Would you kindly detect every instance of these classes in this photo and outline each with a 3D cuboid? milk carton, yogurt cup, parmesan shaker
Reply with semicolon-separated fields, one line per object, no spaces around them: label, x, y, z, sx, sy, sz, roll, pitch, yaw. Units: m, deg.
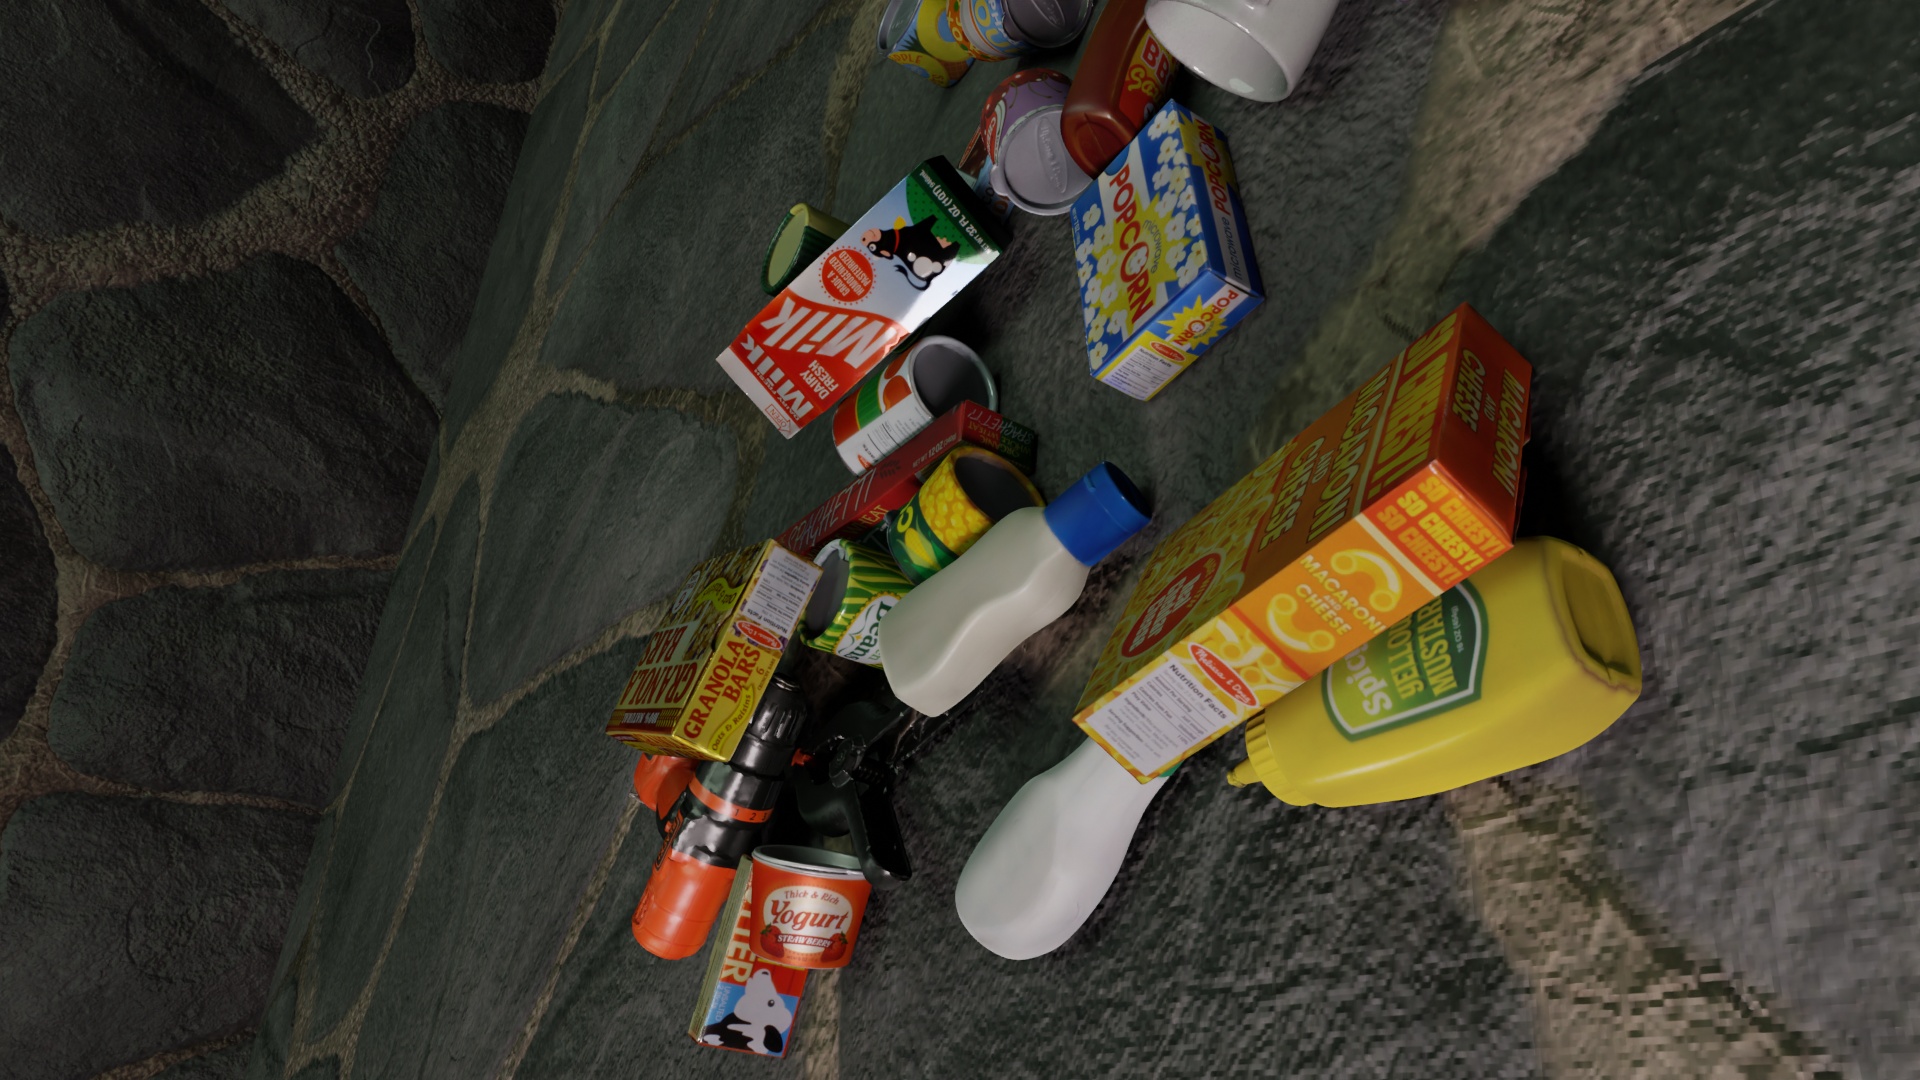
milk carton;-0.063;-0.146;0.858;0.190;0.072;0.074;-38;9;17
yogurt cup;-0.082;0.196;0.746;0.072;0.072;0.054;0;80;60
parmesan shaker;-0.076;-0.178;0.941;0.071;0.103;0.071;-39;40;43

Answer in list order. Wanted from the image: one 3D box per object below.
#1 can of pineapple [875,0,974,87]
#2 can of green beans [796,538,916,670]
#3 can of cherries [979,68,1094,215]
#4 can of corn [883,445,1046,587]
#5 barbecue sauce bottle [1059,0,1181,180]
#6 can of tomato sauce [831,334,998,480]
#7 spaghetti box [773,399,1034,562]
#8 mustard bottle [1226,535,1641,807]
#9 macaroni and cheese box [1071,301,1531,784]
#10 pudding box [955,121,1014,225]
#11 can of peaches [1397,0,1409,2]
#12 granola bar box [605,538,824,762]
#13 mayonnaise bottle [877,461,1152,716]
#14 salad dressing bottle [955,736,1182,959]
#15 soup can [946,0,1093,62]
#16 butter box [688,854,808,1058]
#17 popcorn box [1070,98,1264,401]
can of pineapple;-0.022;-0.377;1.029;0.070;0.058;0.071;-38;41;43
can of green beans;-0.055;0.038;0.809;0.071;0.058;0.071;-38;41;43
can of cherries;0.046;-0.231;0.804;0.071;0.071;0.059;-52;33;28
can of corn;0.003;-0.009;0.730;0.058;0.071;0.071;-49;35;31
barbecue sauce bottle;0.098;-0.270;0.755;0.043;0.064;0.149;7;67;31
can of tomato sauce;-0.027;-0.077;0.830;0.082;0.071;0.071;-31;46;47
spaghetti box;-0.049;-0.014;0.842;0.249;0.050;0.029;-32;45;48
mustard bottle;0.144;0.057;0.467;0.159;0.049;0.065;-38;37;42
macaroni and cheese box;0.123;0.002;0.496;0.165;0.040;0.124;-42;8;38
pudding box;0.016;-0.228;0.895;0.083;0.030;0.050;-62;28;12
can of peaches;0.198;-0.265;0.577;0.058;0.071;0.071;13;83;61
granola bar box;-0.153;0.068;0.837;0.165;0.039;0.124;-15;47;62
mayonnaise bottle;0.025;0.021;0.671;0.147;0.041;0.065;-39;38;19
salad dressing bottle;0.054;0.113;0.589;0.147;0.044;0.064;-55;30;21
soup can;0.035;-0.347;0.902;0.084;0.071;0.071;23;92;62
butter box;-0.111;0.233;0.780;0.024;0.053;0.103;-5;66;62
popcorn box;0.099;-0.144;0.689;0.085;0.038;0.127;-42;38;41
